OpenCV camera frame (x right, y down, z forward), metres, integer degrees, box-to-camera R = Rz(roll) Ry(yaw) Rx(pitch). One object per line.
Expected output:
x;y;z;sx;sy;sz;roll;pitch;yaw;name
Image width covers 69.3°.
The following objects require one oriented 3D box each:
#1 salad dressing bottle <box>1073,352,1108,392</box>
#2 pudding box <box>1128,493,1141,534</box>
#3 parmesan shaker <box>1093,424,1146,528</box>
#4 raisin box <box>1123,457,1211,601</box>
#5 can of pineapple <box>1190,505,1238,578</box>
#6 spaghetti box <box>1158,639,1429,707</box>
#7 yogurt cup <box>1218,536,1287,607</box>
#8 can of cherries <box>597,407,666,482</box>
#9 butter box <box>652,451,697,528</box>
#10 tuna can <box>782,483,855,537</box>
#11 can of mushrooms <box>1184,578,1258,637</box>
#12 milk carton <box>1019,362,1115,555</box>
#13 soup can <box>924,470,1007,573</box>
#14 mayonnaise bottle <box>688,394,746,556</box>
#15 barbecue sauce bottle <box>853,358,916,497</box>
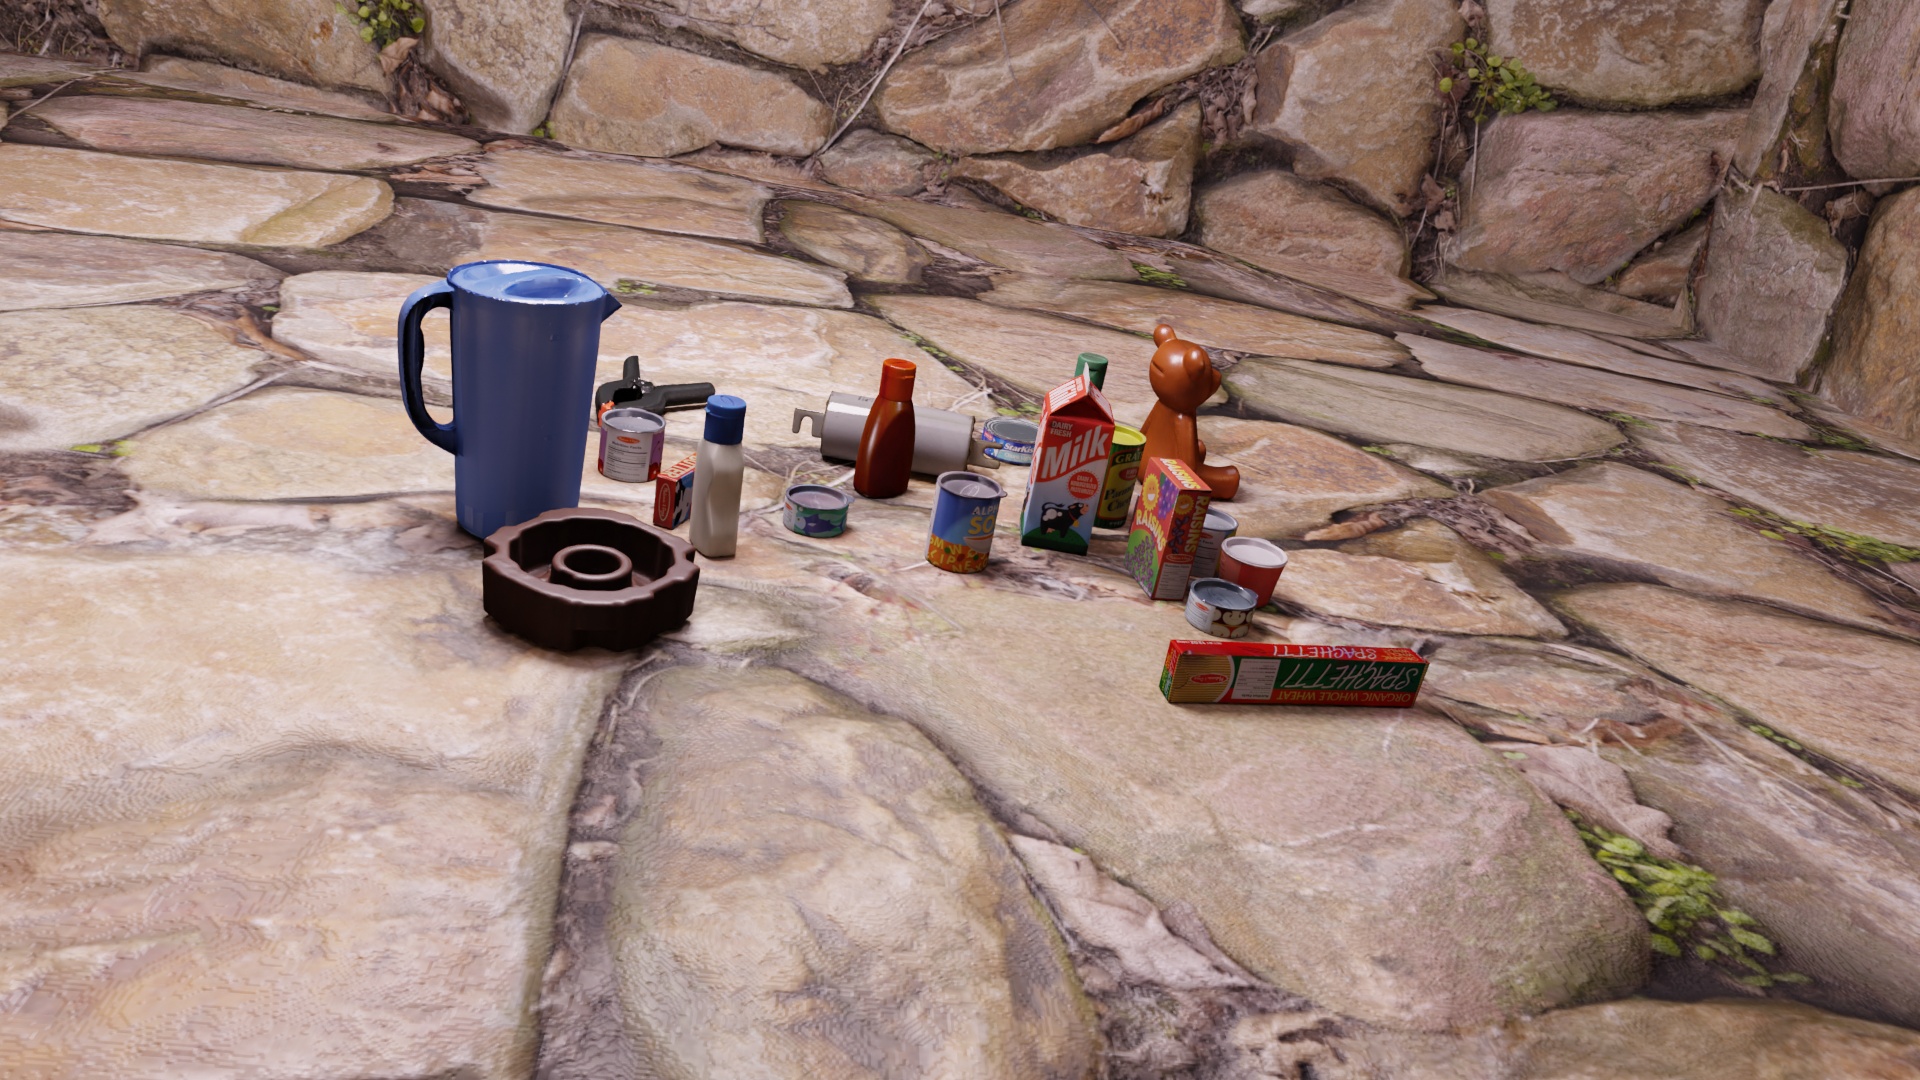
0.144;-0.151;1.669;0.064;0.147;0.044;14;23;7;salad dressing bottle
0.232;-0.026;1.544;0.084;0.049;0.030;-3;27;-30;pudding box
0.166;-0.073;1.556;0.071;0.102;0.071;9;23;-4;parmesan shaker
0.210;-0.012;1.410;0.040;0.122;0.086;4;24;-16;raisin box
0.259;0.000;1.485;0.071;0.057;0.071;9;23;-4;can of pineapple
0.299;0.120;1.239;0.250;0.050;0.029;3;24;-17;spaghetti box
0.297;0.034;1.430;0.072;0.053;0.073;9;23;-4;yogurt cup
-0.343;-0.100;1.453;0.071;0.058;0.072;9;23;-4;can of cherries
-0.271;-0.053;1.384;0.024;0.053;0.104;16;24;12;butter box
-0.144;-0.030;1.412;0.071;0.032;0.071;9;23;-4;tuna can
0.257;0.066;1.364;0.071;0.033;0.071;9;23;-4;can of mushrooms
0.115;-0.088;1.457;0.073;0.189;0.072;9;23;-3;milk carton
0.005;-0.017;1.383;0.071;0.083;0.071;9;23;-4;soup can
-0.226;-0.062;1.303;0.041;0.147;0.065;-2;26;-29;mayonnaise bottle
-0.076;-0.122;1.505;0.065;0.147;0.044;-11;31;-41;barbecue sauce bottle
